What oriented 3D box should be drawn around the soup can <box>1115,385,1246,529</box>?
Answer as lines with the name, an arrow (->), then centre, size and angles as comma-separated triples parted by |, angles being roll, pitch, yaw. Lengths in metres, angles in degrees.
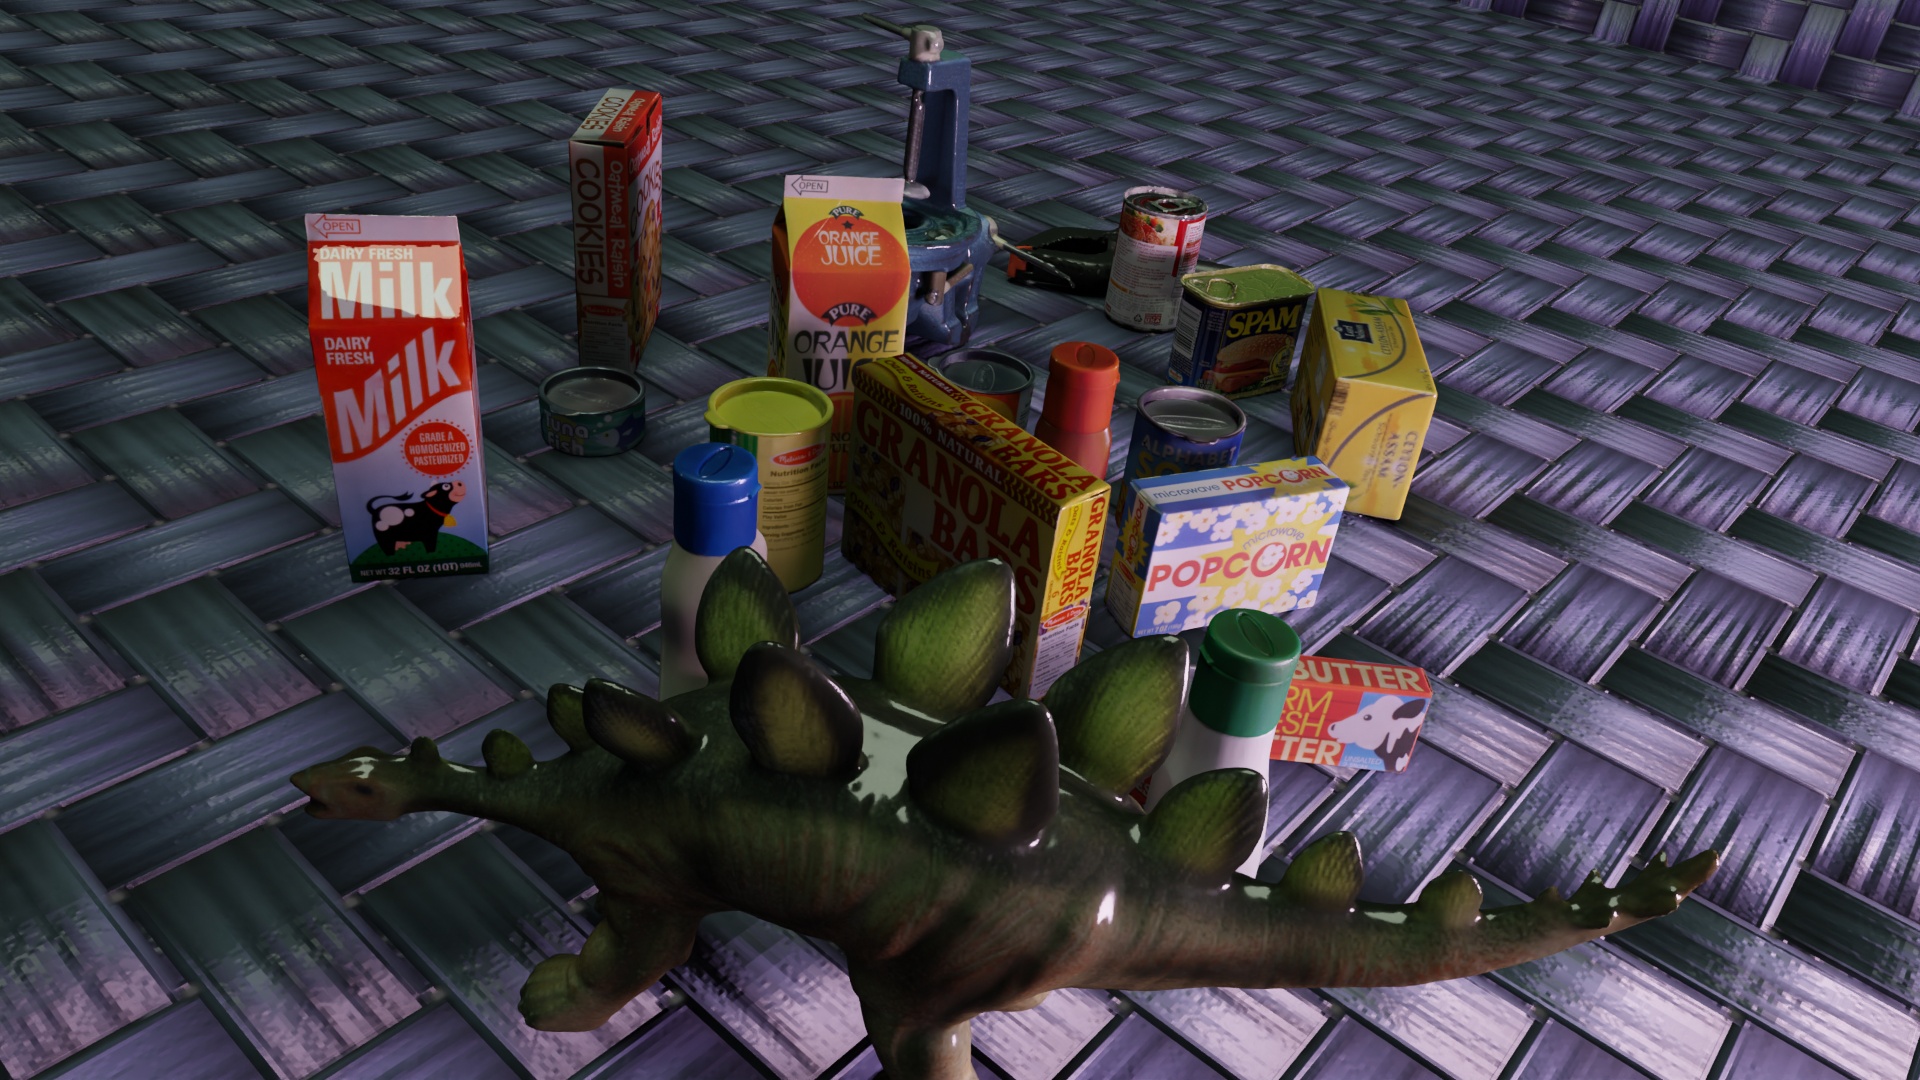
soup can -> 0.134, -0.042, 0.851 | 0.071, 0.083, 0.072 | 5, 32, -3

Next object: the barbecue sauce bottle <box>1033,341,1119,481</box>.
barbecue sauce bottle -> 0.058, -0.035, 0.765 | 0.044, 0.147, 0.065 | 8, 32, 2

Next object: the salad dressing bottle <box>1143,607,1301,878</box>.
salad dressing bottle -> 0.105, 0.097, 0.570 | 0.044, 0.146, 0.064 | -1, 33, -14

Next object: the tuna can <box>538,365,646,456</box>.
tuna can -> -0.235, -0.082, 0.884 | 0.071, 0.032, 0.071 | 5, 33, -3

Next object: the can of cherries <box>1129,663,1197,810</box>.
can of cherries -> 0.105, 0.100, 0.647 | 0.071, 0.058, 0.072 | 5, 32, -3

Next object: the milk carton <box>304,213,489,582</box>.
milk carton -> -0.289, -0.078, 0.721 | 0.072, 0.189, 0.074 | -4, 34, -17

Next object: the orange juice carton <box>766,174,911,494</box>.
orange juice carton -> -0.076, -0.127, 0.839 | 0.072, 0.191, 0.073 | -3, 34, -16

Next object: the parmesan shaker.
parmesan shaker -> -0.108, -0.029, 0.763 | 0.071, 0.102, 0.072 | 5, 32, -3

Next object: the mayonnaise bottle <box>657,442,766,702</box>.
mayonnaise bottle -> -0.113, 0.027, 0.633 | 0.041, 0.147, 0.065 | 14, 33, 10

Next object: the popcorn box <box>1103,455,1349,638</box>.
popcorn box -> 0.149, 0.003, 0.783 | 0.127, 0.084, 0.038 | -8, 36, -23

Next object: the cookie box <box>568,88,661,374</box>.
cookie box -> -0.236, -0.215, 0.966 | 0.040, 0.166, 0.123 | 5, 32, -4

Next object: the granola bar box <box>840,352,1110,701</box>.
granola bar box -> 0.003, -0.009, 0.736 | 0.039, 0.123, 0.166 | -19, 41, -35

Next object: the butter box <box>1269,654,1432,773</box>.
butter box -> 0.176, 0.085, 0.691 | 0.103, 0.052, 0.024 | 6, 32, -2

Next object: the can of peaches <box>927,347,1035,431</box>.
can of peaches -> 0.011, -0.088, 0.921 | 0.071, 0.057, 0.071 | 5, 32, -3
